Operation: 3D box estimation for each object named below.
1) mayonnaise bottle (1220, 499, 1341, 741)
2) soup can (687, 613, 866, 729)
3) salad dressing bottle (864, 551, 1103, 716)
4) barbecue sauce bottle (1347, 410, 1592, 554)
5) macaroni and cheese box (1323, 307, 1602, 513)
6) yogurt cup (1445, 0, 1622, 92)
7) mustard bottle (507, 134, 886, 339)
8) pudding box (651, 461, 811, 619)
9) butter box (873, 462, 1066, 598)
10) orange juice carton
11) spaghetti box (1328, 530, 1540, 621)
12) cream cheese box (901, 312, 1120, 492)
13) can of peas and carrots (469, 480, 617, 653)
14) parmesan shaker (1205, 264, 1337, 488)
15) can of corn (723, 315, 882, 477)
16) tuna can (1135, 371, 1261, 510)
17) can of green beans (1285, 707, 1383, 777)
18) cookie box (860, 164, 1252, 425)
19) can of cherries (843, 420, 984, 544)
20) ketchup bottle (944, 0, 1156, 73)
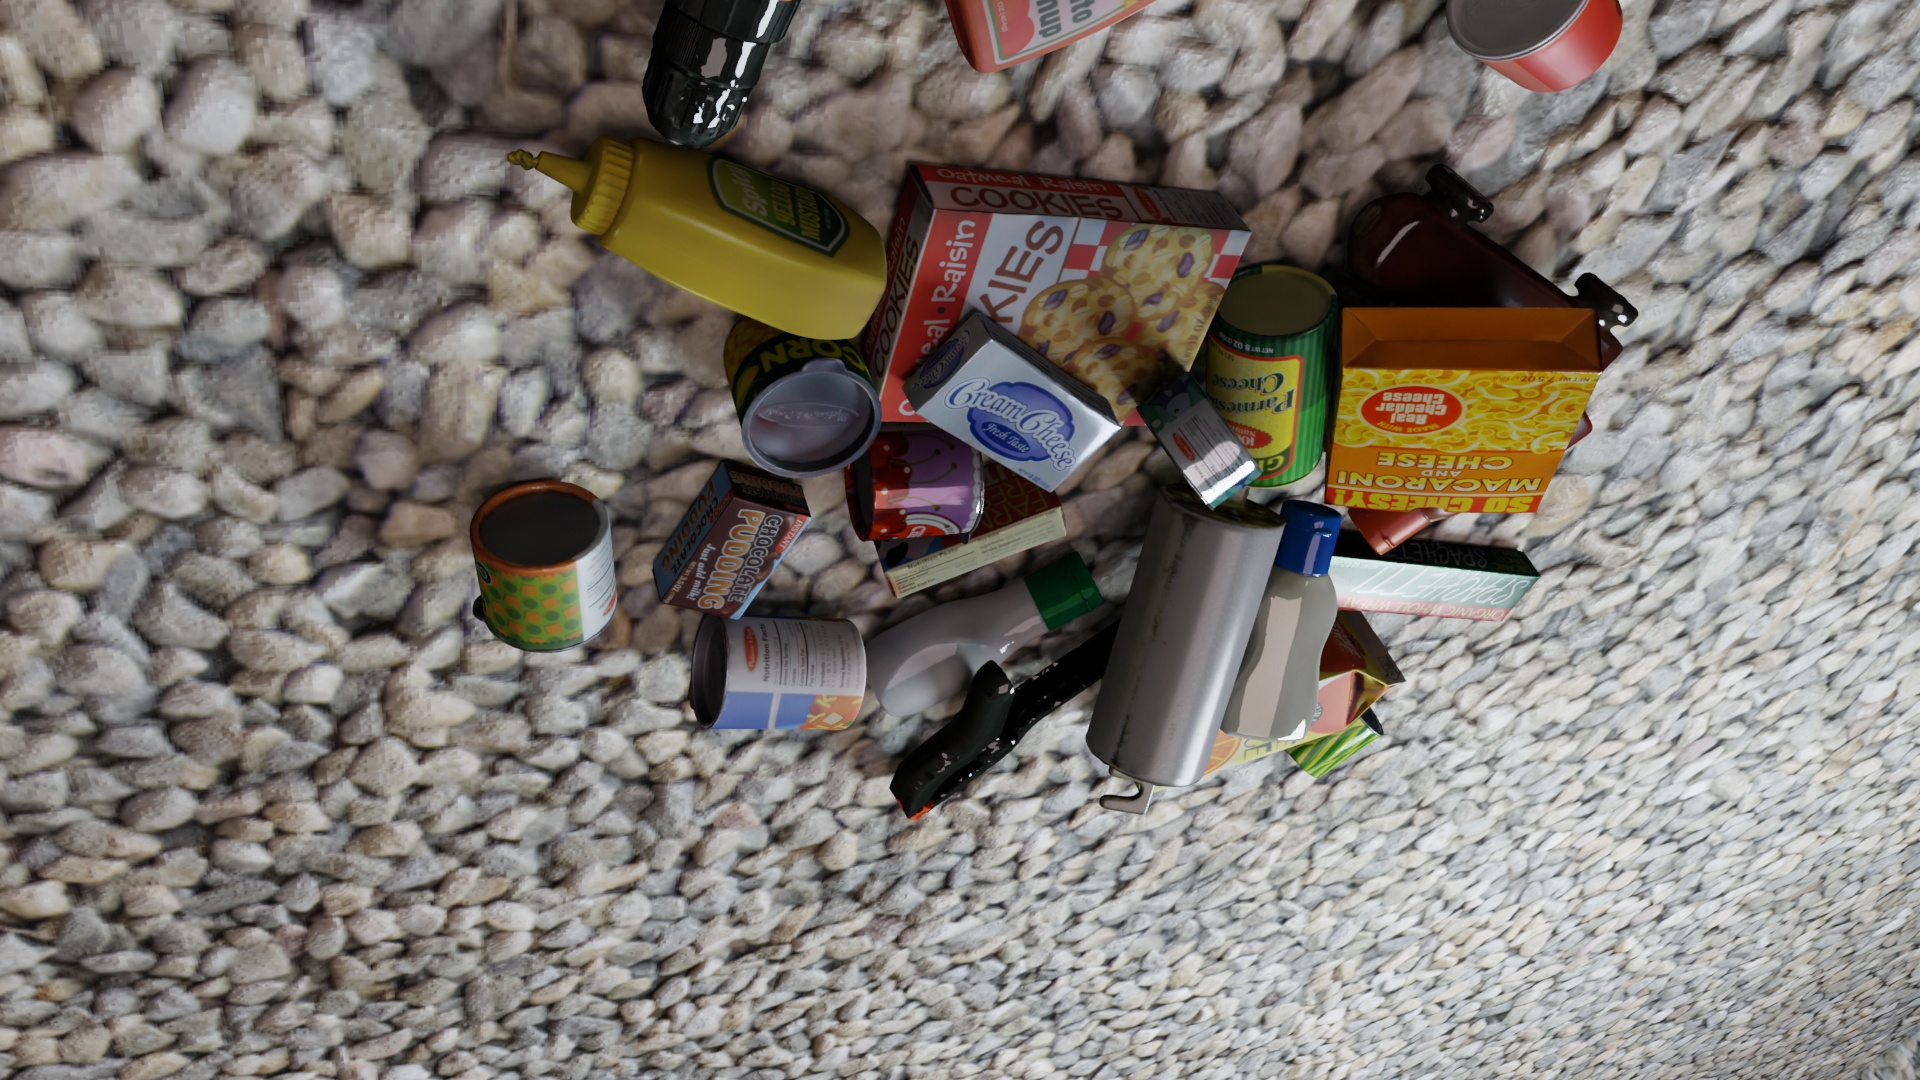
[{"bbox_3d":[0.199,0.050,0.854,0.065,0.041,0.147,6,106,-15],"label":"mayonnaise bottle"},{"bbox_3d":[-0.106,0.077,0.798,0.084,0.071,0.071,5,131,-28],"label":"soup can"},{"bbox_3d":[0.014,0.055,0.844,0.148,0.044,0.064,-27,140,2],"label":"salad dressing bottle"},{"bbox_3d":[0.313,-0.047,0.865,0.148,0.044,0.064,-38,129,17],"label":"barbecue sauce bottle"},{"bbox_3d":[0.266,-0.066,0.761,0.124,0.040,0.166,2,157,12],"label":"macaroni and cheese box"},{"bbox_3d":[0.265,-0.241,0.633,0.054,0.072,0.072,17,126,-44],"label":"yogurt cup"},{"bbox_3d":[-0.109,-0.134,0.584,0.160,0.065,0.048,15,130,-30],"label":"mustard bottle"},{"bbox_3d":[-0.122,0.001,0.740,0.049,0.030,0.083,17,125,-36],"label":"pudding box"},{"bbox_3d":[0.003,-0.010,0.765,0.103,0.053,0.024,-21,135,-3],"label":"butter box"},{"bbox_3d":[0.198,0.098,0.944,0.193,0.072,0.072,-17,138,-5],"label":"orange juice carton"},{"bbox_3d":[0.286,0.023,0.936,0.250,0.029,0.050,5,132,-27],"label":"spaghetti box"},{"bbox_3d":[0.026,-0.066,0.677,0.053,0.024,0.103,-44,135,20],"label":"cream cheese box"},{"bbox_3d":[-0.208,0.012,0.688,0.071,0.071,0.058,-7,135,-16],"label":"can of peas and carrots"},{"bbox_3d":[0.161,-0.088,0.744,0.071,0.071,0.102,-16,136,-7],"label":"parmesan shaker"},{"bbox_3d":[-0.076,-0.075,0.660,0.071,0.058,0.070,-12,137,-11],"label":"can of corn"},{"bbox_3d":[0.121,-0.052,0.707,0.033,0.071,0.071,-36,136,12],"label":"tuna can"},{"bbox_3d":[0.263,0.129,1.008,0.057,0.071,0.071,-39,135,18],"label":"can of green beans"},{"bbox_3d":[0.042,-0.116,0.683,0.168,0.040,0.122,-1,134,-23],"label":"cookie box"},{"bbox_3d":[-0.025,-0.031,0.717,0.058,0.072,0.071,-5,135,-18],"label":"can of cherries"},{"bbox_3d":[0.065,-0.243,0.560,0.149,0.044,0.064,-21,138,-3],"label":"ketchup bottle"}]
